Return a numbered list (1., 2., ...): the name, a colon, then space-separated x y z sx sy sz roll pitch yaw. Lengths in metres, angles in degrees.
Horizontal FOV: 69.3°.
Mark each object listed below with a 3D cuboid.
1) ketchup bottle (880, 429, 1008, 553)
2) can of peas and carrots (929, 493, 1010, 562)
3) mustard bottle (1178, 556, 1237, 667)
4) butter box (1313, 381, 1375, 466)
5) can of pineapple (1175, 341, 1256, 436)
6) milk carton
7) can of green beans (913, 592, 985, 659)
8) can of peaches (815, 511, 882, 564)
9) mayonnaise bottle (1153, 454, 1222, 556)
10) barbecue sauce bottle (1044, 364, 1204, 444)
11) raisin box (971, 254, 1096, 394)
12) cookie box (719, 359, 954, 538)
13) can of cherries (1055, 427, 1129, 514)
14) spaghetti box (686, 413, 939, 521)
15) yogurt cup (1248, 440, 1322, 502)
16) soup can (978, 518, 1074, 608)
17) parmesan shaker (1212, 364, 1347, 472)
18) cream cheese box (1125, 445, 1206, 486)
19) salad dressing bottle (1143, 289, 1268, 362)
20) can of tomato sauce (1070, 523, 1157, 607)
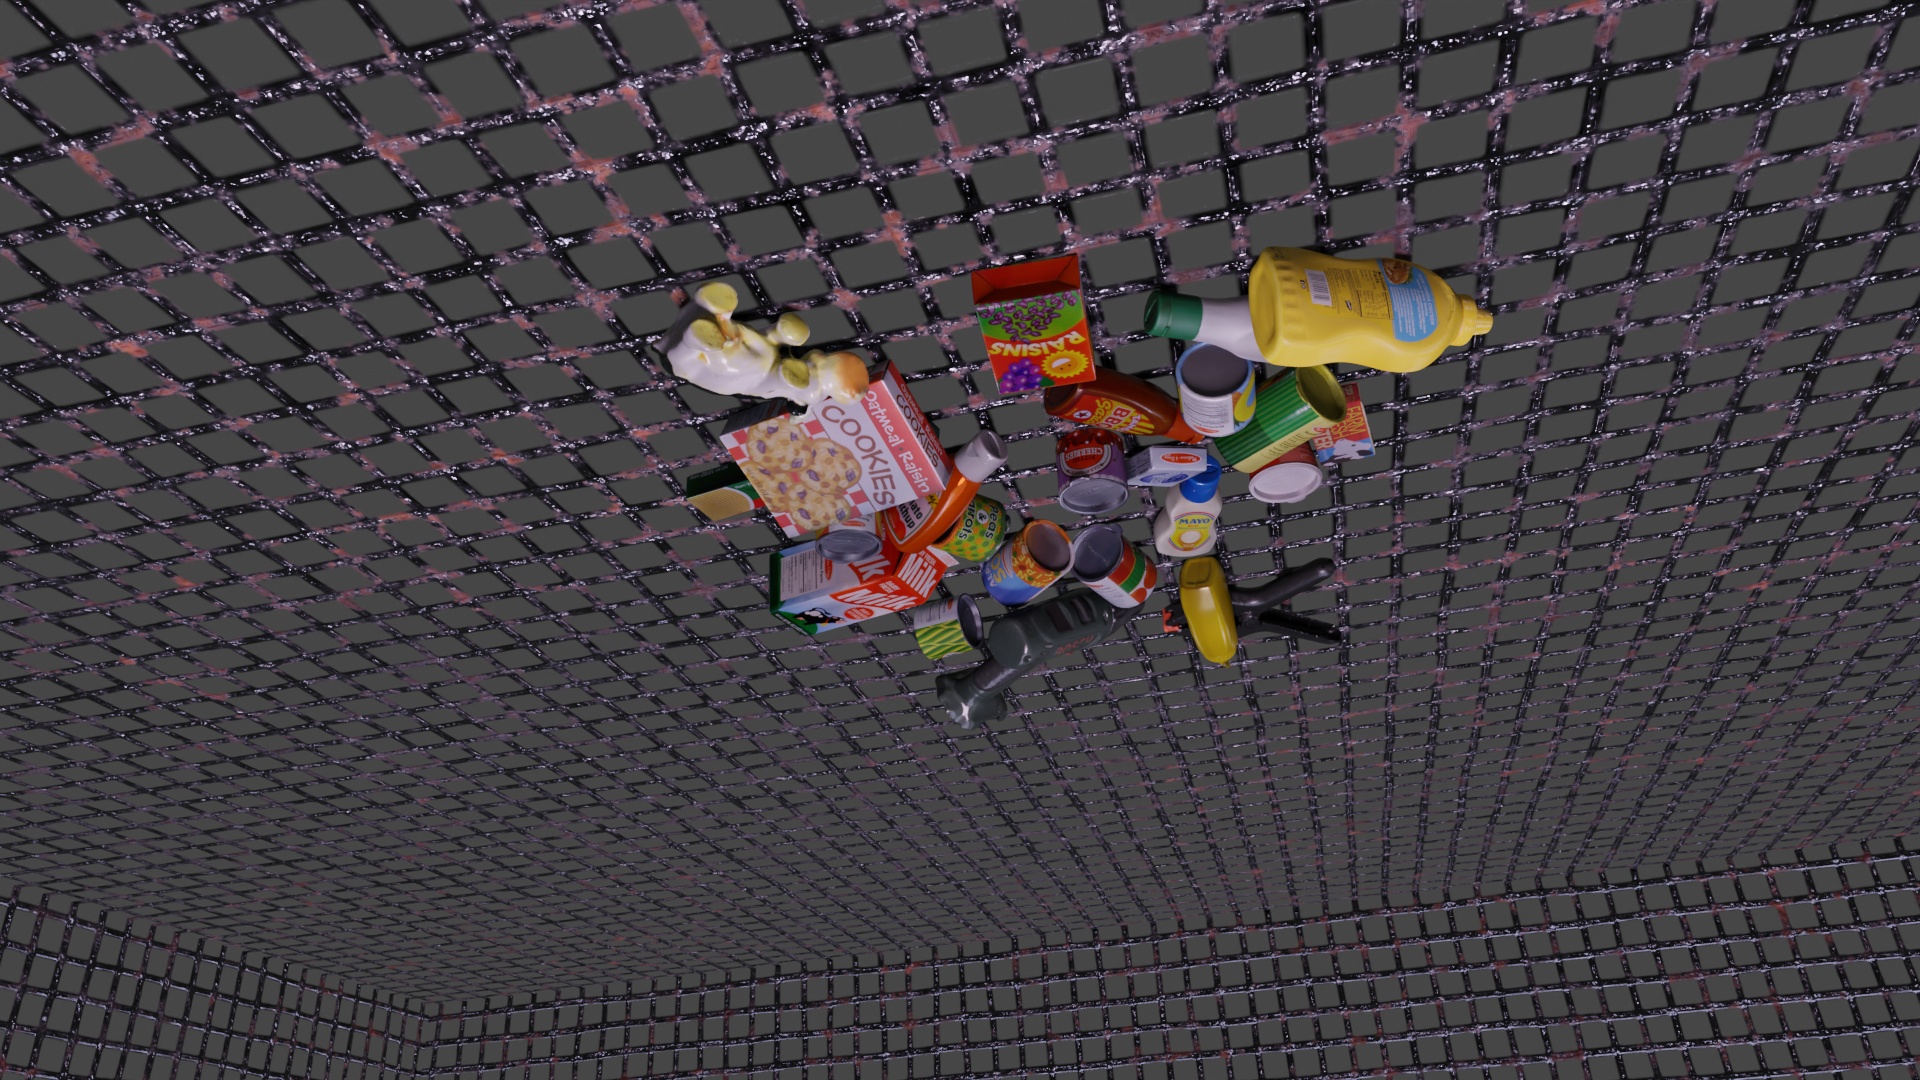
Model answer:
1. ketchup bottle: -0.014 -0.050 1.324 0.043 0.065 0.148 6 144 -45
2. can of peas and carrots: 0.005 -0.017 1.374 0.059 0.071 0.070 19 144 -34
3. mustard bottle: 0.283 0.091 1.566 0.049 0.066 0.159 -4 131 22
4. butter box: 0.353 -0.107 1.295 0.053 0.024 0.103 -14 150 17
5. can of pineapple: 0.220 -0.133 1.193 0.071 0.071 0.057 -8 150 9
6. milk carton: -0.101 0.034 1.450 0.190 0.074 0.072 -17 148 22
7. can of green beans: -0.013 0.099 1.584 0.058 0.071 0.071 -16 149 22
8. can of peaches: -0.111 -0.017 1.371 0.071 0.058 0.071 -3 152 -2
9. mayonnaise bottle: 0.233 -0.034 1.397 0.065 0.041 0.147 -1 152 0
10. barbecue sauce bottle: 0.151 -0.119 1.230 0.149 0.044 0.064 12 156 -27
11. raisin box: 0.061 -0.173 1.127 0.086 0.040 0.123 -9 150 7
12. cookie box: -0.108 -0.079 1.232 0.167 0.040 0.122 -17 123 22
13. can of cherries: 0.123 -0.066 1.308 0.071 0.058 0.071 -2 152 -1
14. spaghetti box: -0.141 -0.071 1.300 0.250 0.029 0.050 -15 148 21
15. yogurt cup: 0.304 -0.075 1.316 0.072 0.054 0.072 -3 151 -1
16. soup can: 0.068 0.023 1.458 0.071 0.071 0.083 13 146 -27
17. parmesan shaker: 0.280 -0.111 1.235 0.071 0.071 0.102 19 145 -34
18. cream cheese box: 0.190 -0.070 1.307 0.053 0.024 0.103 2 174 -9
19. salad dressing bottle: 0.225 -0.177 1.134 0.148 0.044 0.064 5 148 -14
20. can of tomato sauce: 0.163 0.026 1.476 0.071 0.071 0.083 -20 148 27
